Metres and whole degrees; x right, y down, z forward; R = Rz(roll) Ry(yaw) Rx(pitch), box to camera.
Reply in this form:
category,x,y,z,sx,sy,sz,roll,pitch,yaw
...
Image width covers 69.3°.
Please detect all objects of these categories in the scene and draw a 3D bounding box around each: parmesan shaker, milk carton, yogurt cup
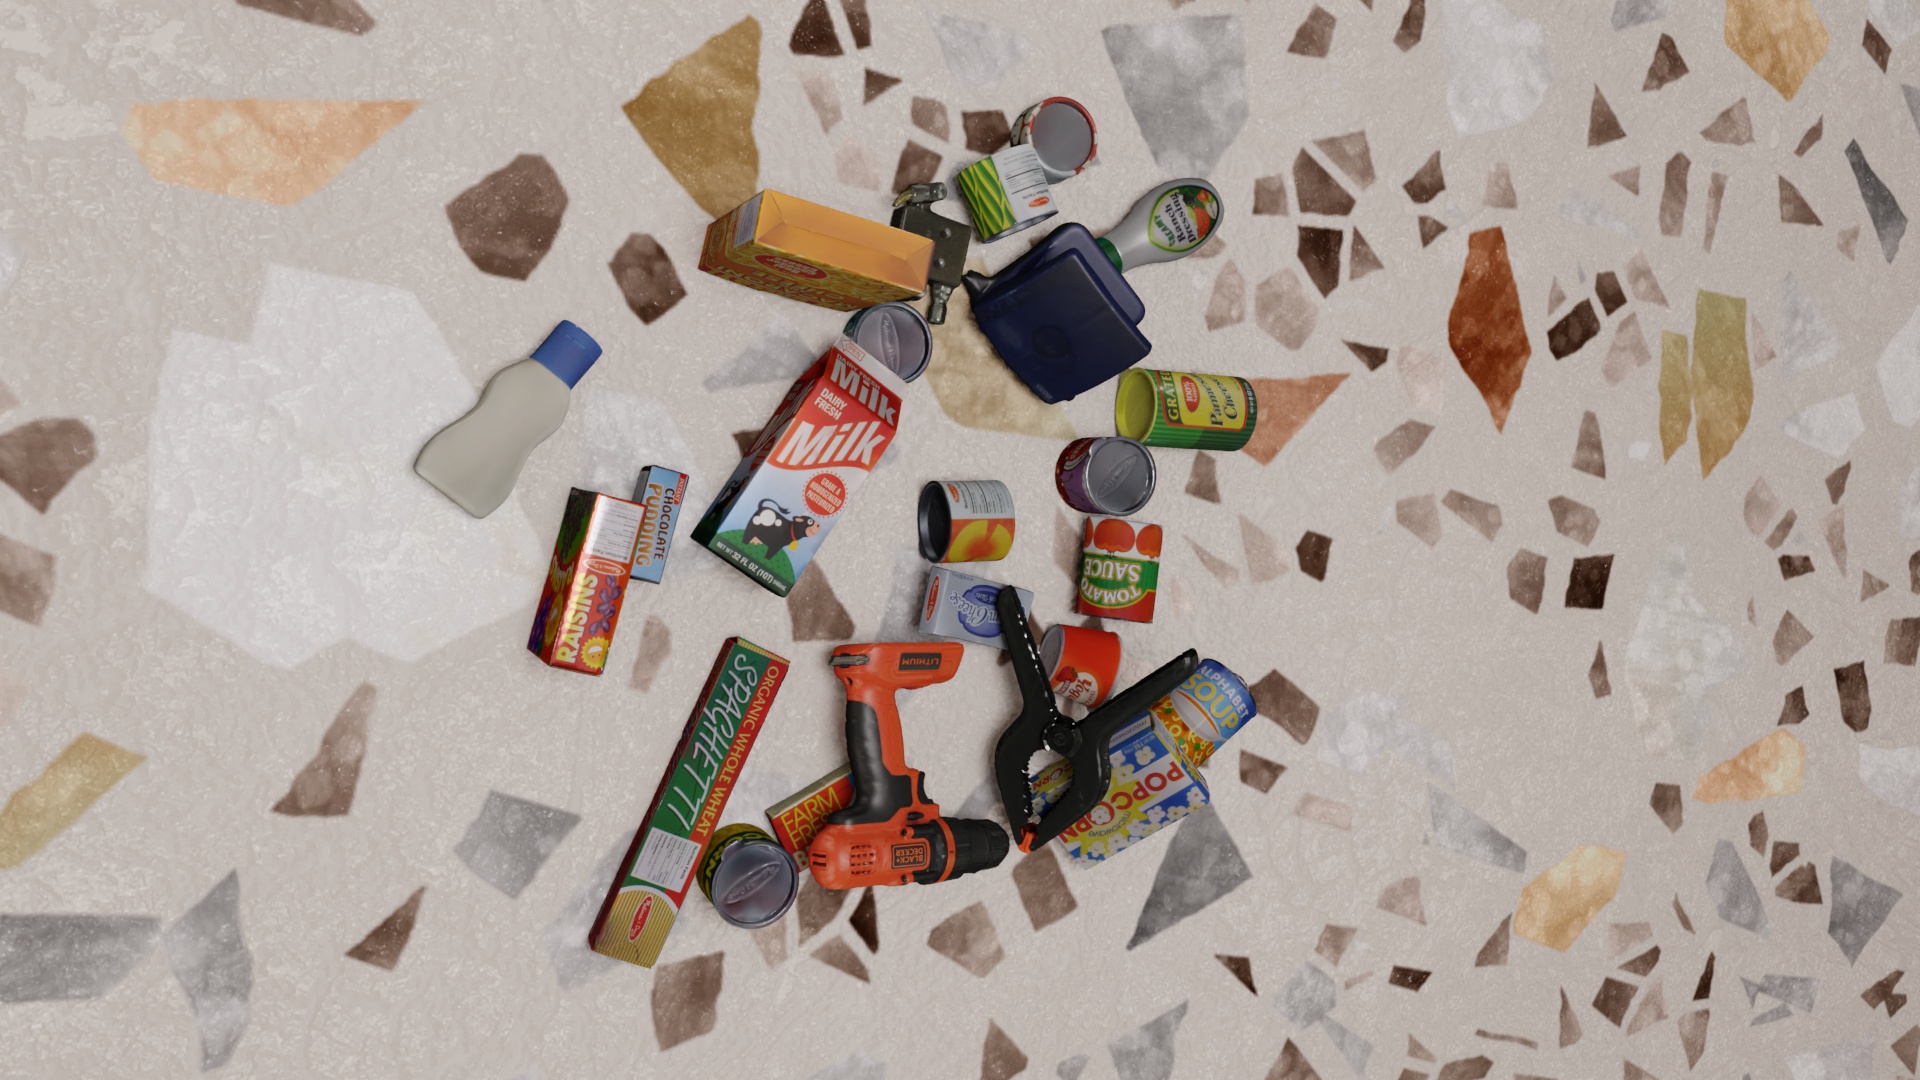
category,x,y,z,sx,sy,sz,roll,pitch,yaw
parmesan shaker,0.192,-0.113,1.184,0.103,0.071,0.071,1,92,-24
milk carton,-0.115,-0.058,1.041,0.072,0.073,0.191,37,81,-20
yogurt cup,0.097,0.102,1.153,0.054,0.072,0.072,18,86,-16

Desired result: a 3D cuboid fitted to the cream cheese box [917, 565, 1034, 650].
category,x,y,z,sx,sy,sz,roll,pitch,yaw
cream cheese box,0.013,0.056,1.116,0.104,0.024,0.053,16,87,-44

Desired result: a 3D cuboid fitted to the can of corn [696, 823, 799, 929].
category,x,y,z,sx,sy,sz,roll,pitch,yaw
can of corn,-0.163,0.250,1.047,0.071,0.058,0.071,-1,93,-24

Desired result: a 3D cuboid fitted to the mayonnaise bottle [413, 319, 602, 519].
category,x,y,z,sx,sy,sz,roll,pitch,yaw
mayonnaise bottle,-0.312,-0.089,0.975,0.064,0.041,0.148,42,75,-21

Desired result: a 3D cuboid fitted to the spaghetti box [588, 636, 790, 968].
category,x,y,z,sx,sy,sz,roll,pitch,yaw
spaghetti box,-0.202,0.194,1.043,0.050,0.028,0.250,27,82,-23

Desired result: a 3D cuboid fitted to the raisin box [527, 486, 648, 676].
category,x,y,z,sx,sy,sz,roll,pitch,yaw
raisin box,-0.263,0.027,0.977,0.040,0.086,0.123,17,86,-28

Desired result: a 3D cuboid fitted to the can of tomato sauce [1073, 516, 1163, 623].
category,x,y,z,sx,sy,sz,roll,pitch,yaw
can of tomato sauce,0.132,0.025,1.161,0.071,0.071,0.083,8,89,-24

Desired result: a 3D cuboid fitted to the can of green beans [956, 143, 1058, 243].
category,x,y,z,sx,sy,sz,roll,pitch,yaw
can of green beans,0.037,-0.275,1.104,0.071,0.071,0.057,-25,97,-21

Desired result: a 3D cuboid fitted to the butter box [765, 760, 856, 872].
category,x,y,z,sx,sy,sz,roll,pitch,yaw
butter box,-0.098,0.212,1.093,0.104,0.024,0.053,-29,103,-21

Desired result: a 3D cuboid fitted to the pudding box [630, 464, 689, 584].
category,x,y,z,sx,sy,sz,roll,pitch,yaw
pudding box,-0.226,-0.012,1.011,0.030,0.049,0.083,17,85,-22

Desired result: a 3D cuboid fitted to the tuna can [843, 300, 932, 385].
category,x,y,z,sx,sy,sz,roll,pitch,yaw
tuna can,-0.060,-0.153,1.087,0.071,0.033,0.071,-1,93,-24

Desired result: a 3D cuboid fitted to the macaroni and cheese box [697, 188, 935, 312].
category,x,y,z,sx,sy,sz,roll,pitch,yaw
macaroni and cheese box,-0.108,-0.202,0.991,0.124,0.166,0.040,13,88,-24

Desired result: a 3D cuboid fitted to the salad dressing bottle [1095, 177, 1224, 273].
category,x,y,z,sx,sy,sz,roll,pitch,yaw
salad dressing bottle,0.153,-0.255,1.171,0.148,0.044,0.064,-32,106,-18

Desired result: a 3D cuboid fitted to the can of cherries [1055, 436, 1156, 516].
category,x,y,z,sx,sy,sz,roll,pitch,yaw
can of cherries,0.119,-0.056,1.158,0.071,0.058,0.071,-2,94,-23

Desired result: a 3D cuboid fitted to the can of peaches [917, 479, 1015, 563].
category,x,y,z,sx,sy,sz,roll,pitch,yaw
can of peaches,0.004,-0.014,1.106,0.058,0.071,0.071,-2,94,-24

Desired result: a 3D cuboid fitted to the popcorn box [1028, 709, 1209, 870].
category,x,y,z,sx,sy,sz,roll,pitch,yaw
popcorn box,0.130,0.207,1.152,0.126,0.038,0.085,-33,109,16

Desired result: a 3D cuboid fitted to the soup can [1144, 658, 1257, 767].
category,x,y,z,sx,sy,sz,roll,pitch,yaw
soup can,0.204,0.152,1.198,0.084,0.071,0.071,-38,107,-17

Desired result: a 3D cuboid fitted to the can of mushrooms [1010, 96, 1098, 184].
category,x,y,z,sx,sy,sz,roll,pitch,yaw
can of mushrooms,0.078,-0.330,1.140,0.071,0.033,0.071,-1,93,-23
